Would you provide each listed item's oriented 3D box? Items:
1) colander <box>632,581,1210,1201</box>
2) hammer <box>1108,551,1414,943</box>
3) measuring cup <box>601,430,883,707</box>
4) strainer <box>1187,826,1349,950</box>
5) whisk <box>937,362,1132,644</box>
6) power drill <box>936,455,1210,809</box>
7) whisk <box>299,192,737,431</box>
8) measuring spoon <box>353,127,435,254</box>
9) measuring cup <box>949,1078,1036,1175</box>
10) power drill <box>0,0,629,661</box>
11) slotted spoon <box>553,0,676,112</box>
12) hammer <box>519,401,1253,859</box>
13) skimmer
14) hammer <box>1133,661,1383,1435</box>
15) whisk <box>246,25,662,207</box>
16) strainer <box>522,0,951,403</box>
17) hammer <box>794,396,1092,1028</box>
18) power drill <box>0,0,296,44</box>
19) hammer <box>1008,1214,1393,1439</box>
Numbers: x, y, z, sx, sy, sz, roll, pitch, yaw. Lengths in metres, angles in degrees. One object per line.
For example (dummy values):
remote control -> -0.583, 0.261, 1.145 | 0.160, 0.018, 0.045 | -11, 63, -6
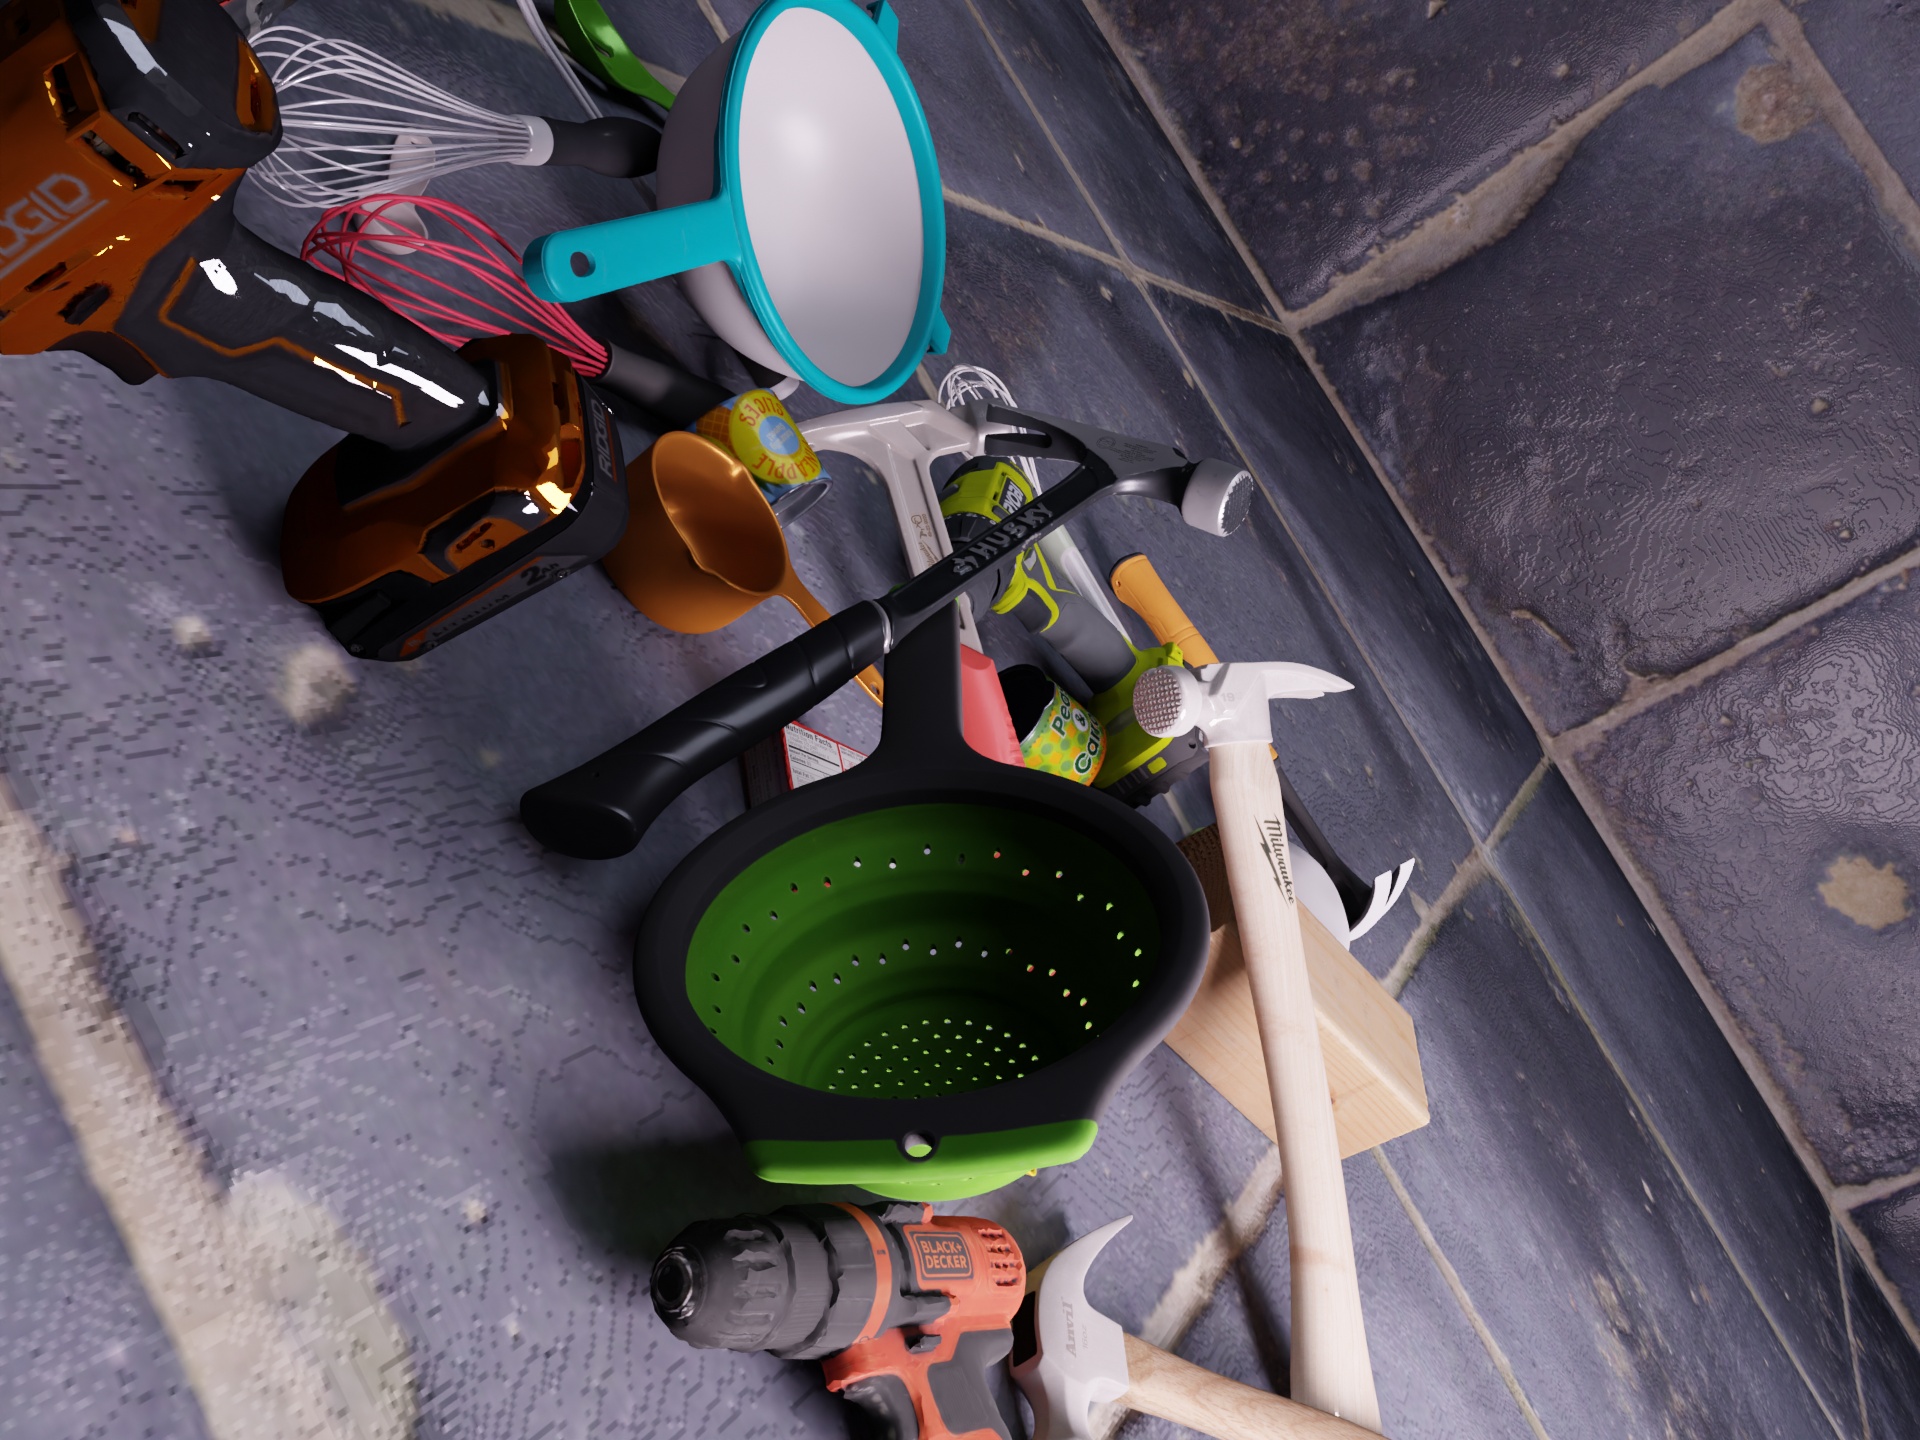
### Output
colander -> -0.013, 0.064, 0.658 | 0.397, 0.204, 0.094 | -92, 178, -58
hammer -> 0.210, 0.006, 1.180 | 0.337, 0.034, 0.127 | 59, -19, 21
measuring cup -> -0.102, -0.055, 0.754 | 0.173, 0.052, 0.095 | 48, 27, -26
strainer -> 0.192, 0.114, 1.055 | 0.256, 0.069, 0.152 | 26, 40, -50
whisk -> 0.057, -0.148, 1.149 | 0.058, 0.059, 0.246 | -34, 96, -26
power drill -> 0.061, -0.052, 1.006 | 0.228, 0.080, 0.191 | 47, 25, -15
whisk -> -0.184, -0.173, 0.740 | 0.295, 0.073, 0.073 | 12, 50, -62
measuring spoon -> -0.261, -0.247, 0.739 | 0.034, 0.018, 0.124 | 33, 27, -31
measuring cup -> 0.026, 0.183, 0.747 | 0.062, 0.029, 0.156 | 65, 15, 16
power drill -> -0.229, -0.108, 0.495 | 0.226, 0.164, 0.084 | 44, 26, -53
slotted spoon -> -0.153, -0.373, 1.057 | 0.313, 0.031, 0.070 | 33, 34, -44
hammer -> -0.030, -0.053, 0.716 | 0.149, 0.036, 0.409 | 26, 42, 28
skimmer -> -0.221, -0.313, 0.866 | 0.363, 0.090, 0.127 | 54, 27, -30
hammer -> 0.182, 0.171, 0.846 | 0.146, 0.038, 0.411 | -2, 81, -39
whisk -> -0.220, -0.267, 0.727 | 0.070, 0.070, 0.284 | 57, 30, 1
strainer -> -0.126, -0.250, 0.806 | 0.340, 0.095, 0.211 | -40, 125, -53
hammer -> -0.001, -0.003, 0.842 | 0.036, 0.149, 0.359 | 123, -47, -70
power drill -> -0.360, -0.345, 0.603 | 0.226, 0.080, 0.188 | 48, 27, -25
hammer -> 0.151, 0.327, 0.734 | 0.331, 0.031, 0.130 | 32, 33, -28
